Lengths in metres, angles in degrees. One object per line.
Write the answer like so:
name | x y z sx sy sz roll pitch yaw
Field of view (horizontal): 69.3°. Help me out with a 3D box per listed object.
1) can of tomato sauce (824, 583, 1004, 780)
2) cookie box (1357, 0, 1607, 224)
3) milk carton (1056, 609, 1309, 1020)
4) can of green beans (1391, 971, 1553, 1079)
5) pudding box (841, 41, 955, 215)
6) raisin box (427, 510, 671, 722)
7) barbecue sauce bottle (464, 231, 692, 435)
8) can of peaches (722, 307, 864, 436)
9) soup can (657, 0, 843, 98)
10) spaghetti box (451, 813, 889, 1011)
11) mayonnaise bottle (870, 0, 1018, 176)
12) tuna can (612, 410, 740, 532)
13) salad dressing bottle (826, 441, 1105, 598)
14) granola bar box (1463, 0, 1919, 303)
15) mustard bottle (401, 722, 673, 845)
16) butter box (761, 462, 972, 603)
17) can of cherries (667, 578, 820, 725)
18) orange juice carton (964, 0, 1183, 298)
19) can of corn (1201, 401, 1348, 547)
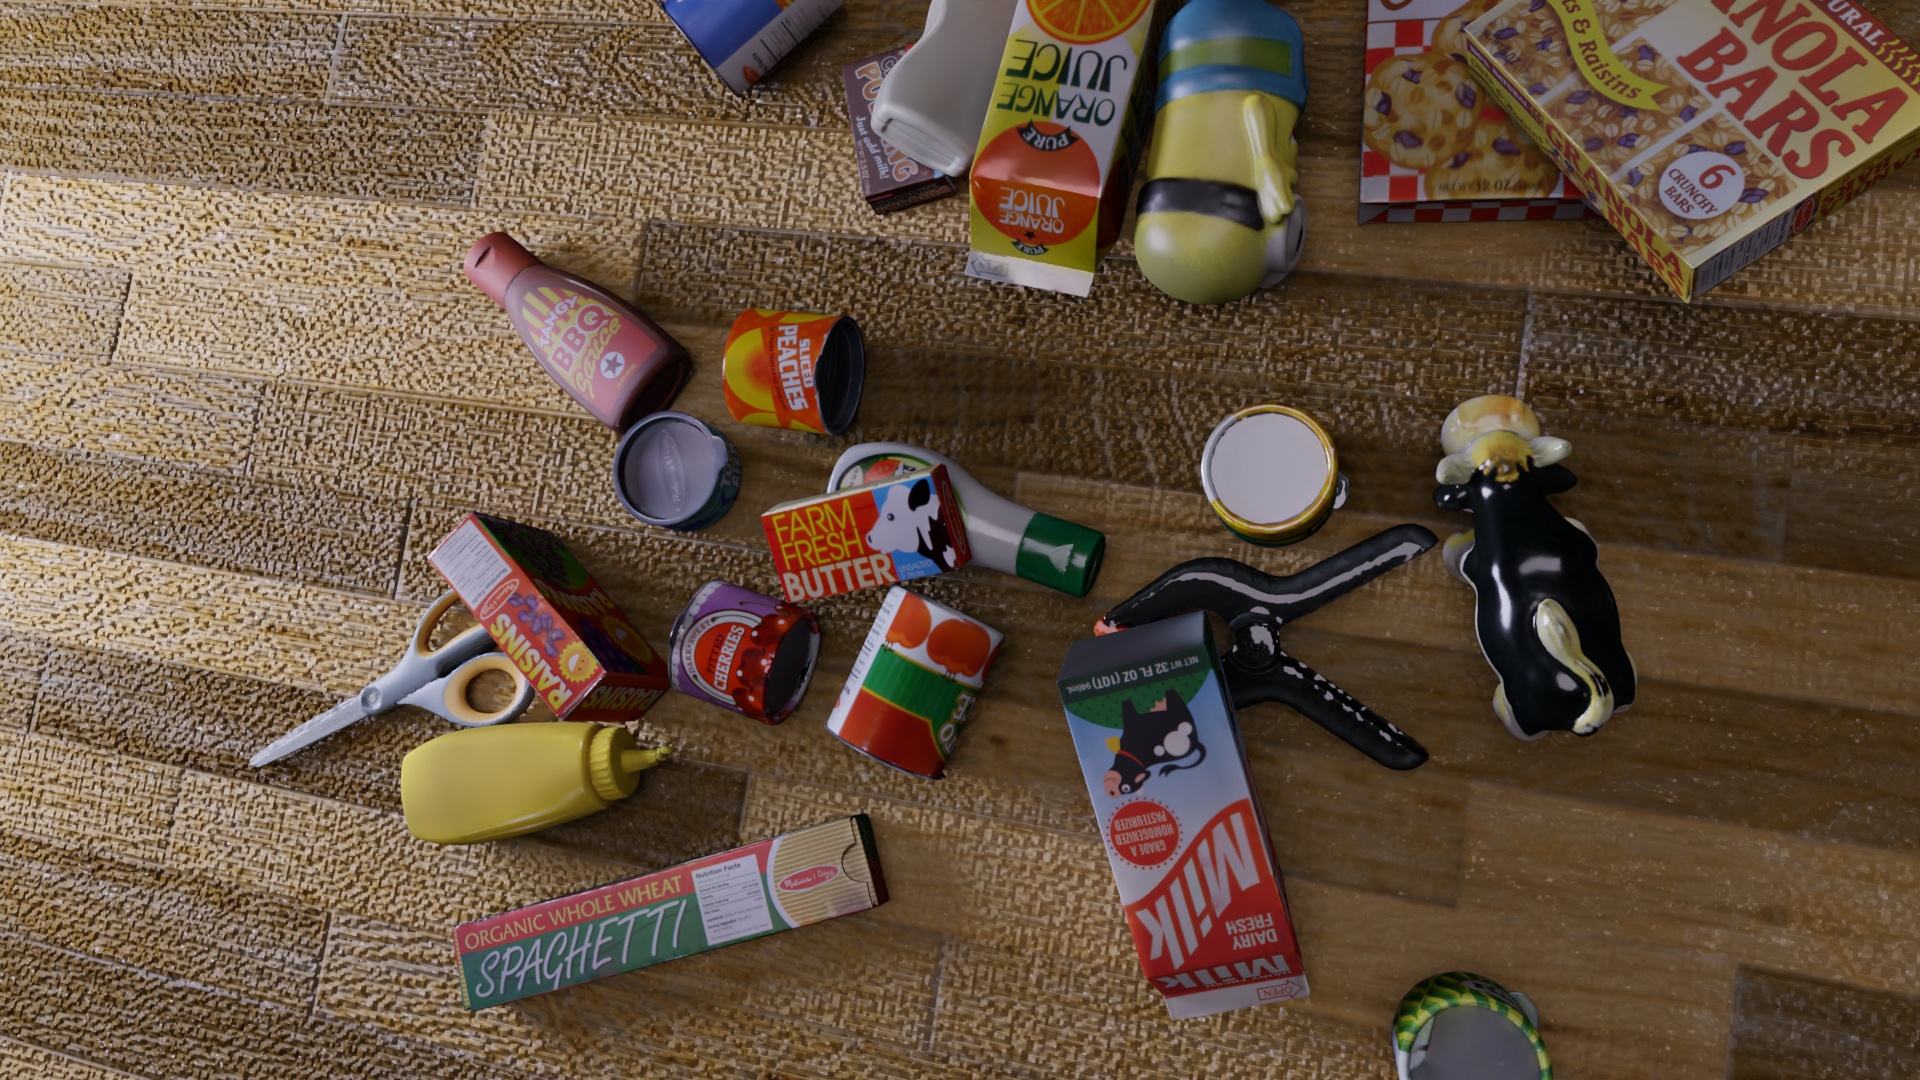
can of tomato sauce | -0.021 0.074 0.725 0.071 0.071 0.083 25 89 16
cookie box | 0.269 -0.248 0.707 0.123 0.040 0.167 2 84 15
milk carton | 0.109 0.138 0.664 0.072 0.073 0.190 -15 97 12
can of green beans | 0.234 0.238 0.639 0.071 0.058 0.071 -2 82 14
pudding box | -0.035 -0.233 0.788 0.049 0.030 0.084 -12 80 12
raisin box | -0.225 0.045 0.771 0.040 0.086 0.123 -45 74 4
barbecue sauce bottle | -0.230 -0.127 0.818 0.149 0.043 0.065 39 94 16
can of peaches | -0.092 -0.093 0.763 0.058 0.071 0.071 8 85 17
soup can | -0.122 -0.312 0.802 0.083 0.071 0.071 -40 75 6
spaghetti box | -0.162 0.205 0.762 0.250 0.028 0.050 -17 79 12
mayonnaise bottle | 0.006 -0.275 0.761 0.065 0.041 0.148 27 72 -13
tuna can | -0.159 -0.039 0.792 0.071 0.033 0.071 -2 82 14
salad dressing bottle | 0.003 -0.009 0.741 0.148 0.044 0.064 18 94 16
granola bar box | 0.329 -0.205 0.623 0.124 0.039 0.166 -34 62 11
mustard bottle | -0.233 0.132 0.780 0.160 0.049 0.065 -10 83 12
butter box | -0.049 -0.003 0.723 0.103 0.024 0.053 -13 100 23
can of cherries | -0.116 0.060 0.748 0.058 0.071 0.071 18 88 16
orange juice carton | 0.060 -0.227 0.741 0.072 0.073 0.192 15 87 15
can of corn | 0.158 -0.032 0.696 0.071 0.058 0.071 -2 83 15
